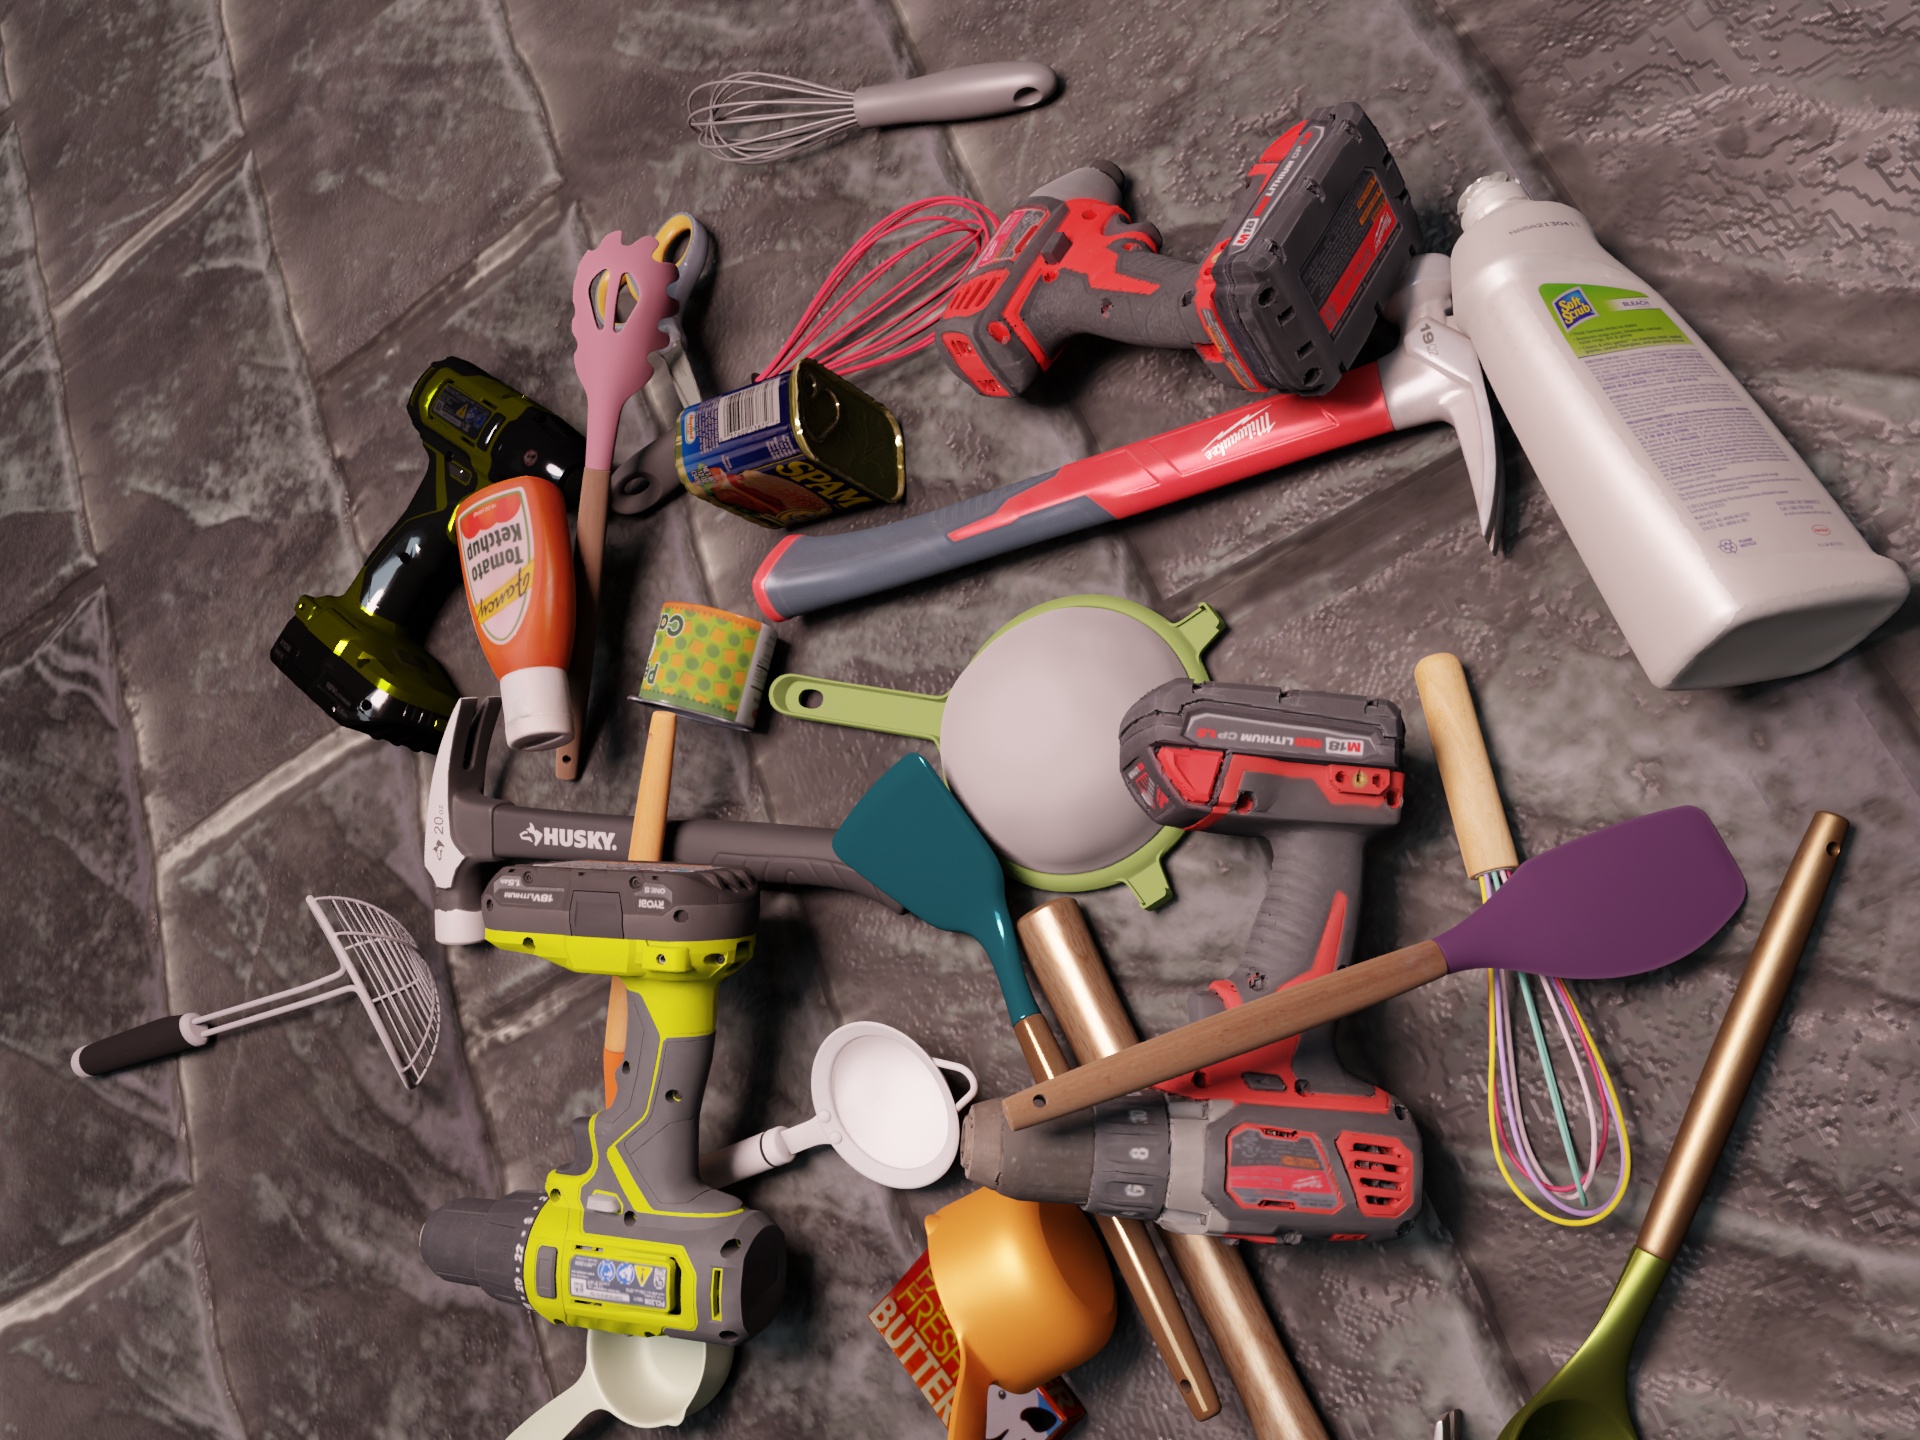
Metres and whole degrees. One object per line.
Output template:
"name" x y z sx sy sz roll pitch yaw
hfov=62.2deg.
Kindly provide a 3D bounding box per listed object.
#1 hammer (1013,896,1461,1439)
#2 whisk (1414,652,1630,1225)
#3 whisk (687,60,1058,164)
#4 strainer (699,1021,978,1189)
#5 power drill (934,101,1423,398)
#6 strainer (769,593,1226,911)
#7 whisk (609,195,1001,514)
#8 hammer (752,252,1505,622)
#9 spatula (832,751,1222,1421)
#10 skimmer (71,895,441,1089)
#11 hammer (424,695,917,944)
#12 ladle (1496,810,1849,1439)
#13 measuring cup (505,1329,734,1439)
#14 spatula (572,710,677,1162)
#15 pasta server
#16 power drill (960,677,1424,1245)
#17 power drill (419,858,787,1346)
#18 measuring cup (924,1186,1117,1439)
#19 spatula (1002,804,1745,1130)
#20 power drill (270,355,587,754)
"hammer" 0.107 0.228 0.707 0.130 0.031 0.332 -34 65 18
"whisk" 0.227 0.086 0.669 0.047 0.051 0.245 -21 66 29
"whisk" -0.056 -0.358 0.921 0.239 0.055 0.055 3 80 24
"strainer" -0.086 0.213 0.811 0.258 0.050 0.087 -27 87 27
"power drill" 0.097 -0.222 0.765 0.220 0.078 0.143 12 63 46
"strainer" -0.001 -0.003 0.796 0.256 0.069 0.151 9 83 28
"whisk" -0.096 -0.197 0.899 0.296 0.073 0.073 -30 66 26
"hammer" 0.067 -0.100 0.792 0.386 0.038 0.143 -16 71 23
"spatula" 0.033 0.162 0.723 0.082 0.044 0.318 -48 56 34
"skimmer" -0.459 0.194 0.988 0.363 0.090 0.127 -18 102 26
"hammer" -0.161 0.063 0.878 0.335 0.035 0.146 2 93 26
"ladle" 0.284 0.184 0.608 0.078 0.062 0.320 25 86 -13
"measuring cup" -0.184 0.351 0.835 0.167 0.038 0.083 -43 63 16
"spatula" -0.189 0.154 0.854 0.081 0.041 0.322 17 100 53
"pasta server" -0.209 -0.119 0.916 0.060 0.040 0.316 9 104 0
"power drill" 0.100 0.102 0.670 0.188 0.080 0.227 5 77 -4
"power drill" -0.182 0.186 0.791 0.190 0.080 0.228 1 88 20
"measuring cup" 0.027 0.259 0.671 0.052 0.174 0.095 -34 99 14
"spatula" 0.167 0.104 0.628 0.316 0.018 0.060 -18 68 -7
"power drill" -0.317 -0.100 0.984 0.171 0.080 0.223 33 93 34
